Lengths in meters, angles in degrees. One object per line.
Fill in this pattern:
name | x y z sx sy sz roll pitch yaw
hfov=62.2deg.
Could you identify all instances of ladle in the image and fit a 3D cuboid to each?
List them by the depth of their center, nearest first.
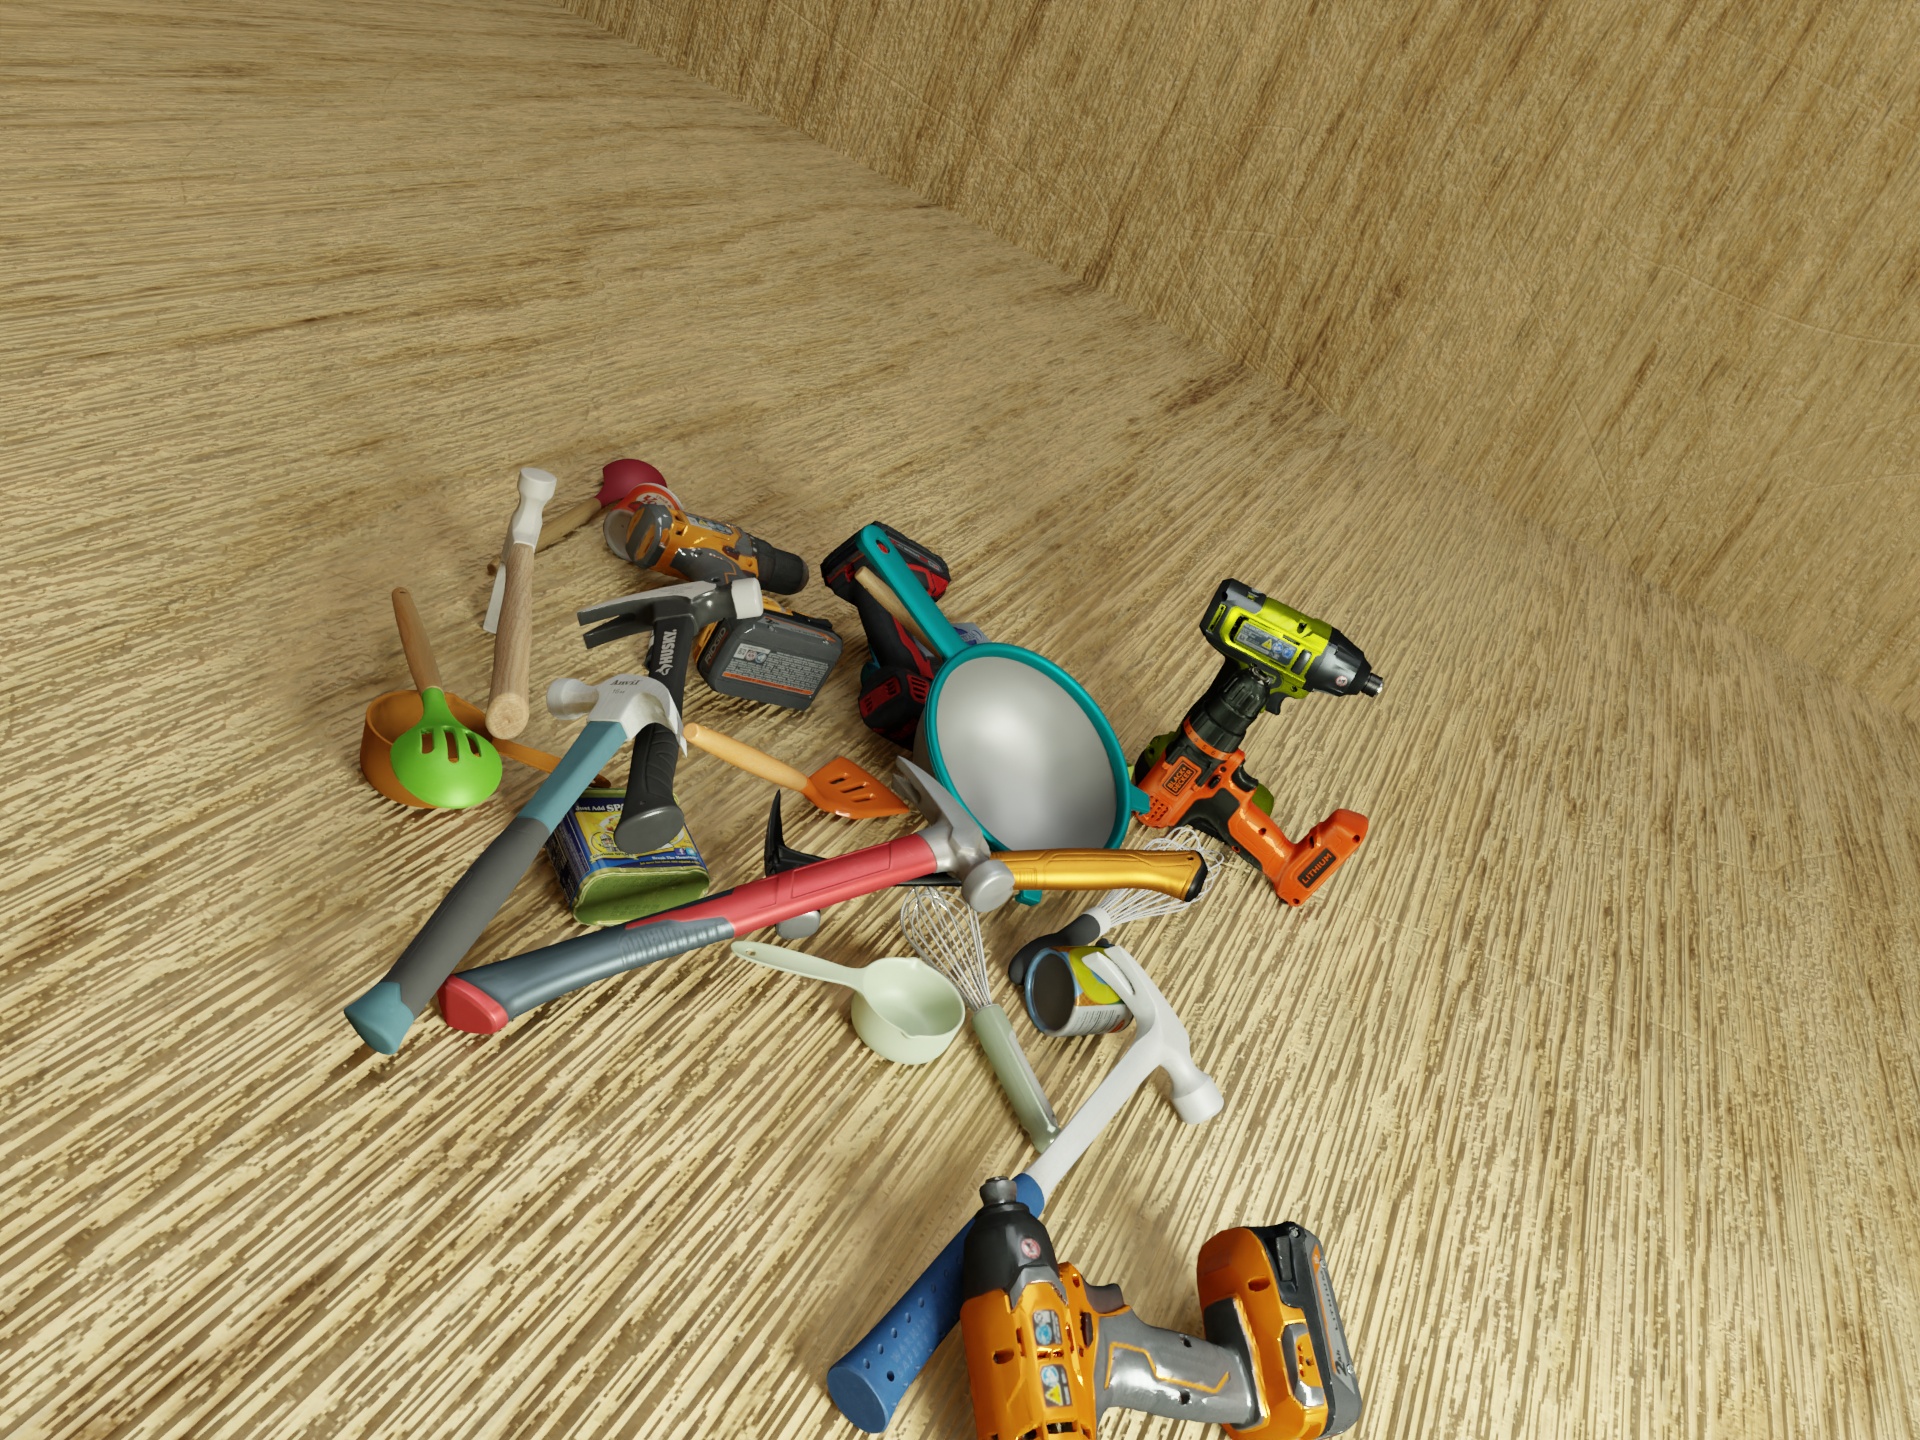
ladle | 0.031 -0.034 1.408 0.320 0.062 0.078 43 -9 -19
ladle | -0.365 -0.199 1.527 0.069 0.031 0.315 27 30 4

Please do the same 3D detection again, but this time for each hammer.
hammer | 0.046 0.282 0.992 0.405 0.035 0.144 -33 95 -52
hammer | -0.280 0.077 1.007 0.128 0.033 0.331 0 38 24
hammer | -0.158 0.117 1.059 0.386 0.038 0.143 -15 45 -31
hammer | -0.225 -0.011 1.175 0.146 0.035 0.335 -8 33 0
hammer | 0.022 0.107 1.185 0.336 0.034 0.127 2 38 -15
hammer | -0.339 -0.077 1.210 0.031 0.130 0.332 13 25 -20

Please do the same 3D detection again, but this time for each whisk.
whisk | 0.016 0.203 1.132 0.247 0.059 0.057 60 2 40
whisk | 0.128 0.153 1.293 0.070 0.070 0.284 38 36 23

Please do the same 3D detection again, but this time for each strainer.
strainer | -0.002 -0.004 1.330 0.340 0.095 0.211 54 44 3

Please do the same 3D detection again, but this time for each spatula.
spatula | -0.128 0.035 1.210 0.081 0.041 0.322 37 0 21

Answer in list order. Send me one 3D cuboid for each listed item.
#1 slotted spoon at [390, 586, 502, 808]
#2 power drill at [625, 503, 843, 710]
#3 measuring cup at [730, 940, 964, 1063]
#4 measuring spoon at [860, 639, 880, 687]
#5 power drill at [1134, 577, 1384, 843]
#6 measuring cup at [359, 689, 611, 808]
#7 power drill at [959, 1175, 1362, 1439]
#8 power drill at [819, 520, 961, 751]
slotted spoon | -0.379 -0.029 1.125 0.070 0.031 0.314 4 25 -28
power drill | -0.187 -0.106 1.441 0.185 0.084 0.226 13 29 -41
measuring cup | -0.081 0.189 1.090 0.167 0.038 0.083 18 29 -9
measuring spoon | -0.084 -0.050 1.510 0.042 0.021 0.129 40 14 -21
power drill | 0.272 -0.001 1.481 0.171 0.223 0.080 27 29 5
measuring cup | -0.337 0.036 1.125 0.173 0.052 0.095 19 26 -10
power drill | 0.104 0.338 0.898 0.226 0.084 0.164 7 56 -28
power drill | -0.045 -0.063 1.449 0.143 0.078 0.220 26 38 -45
